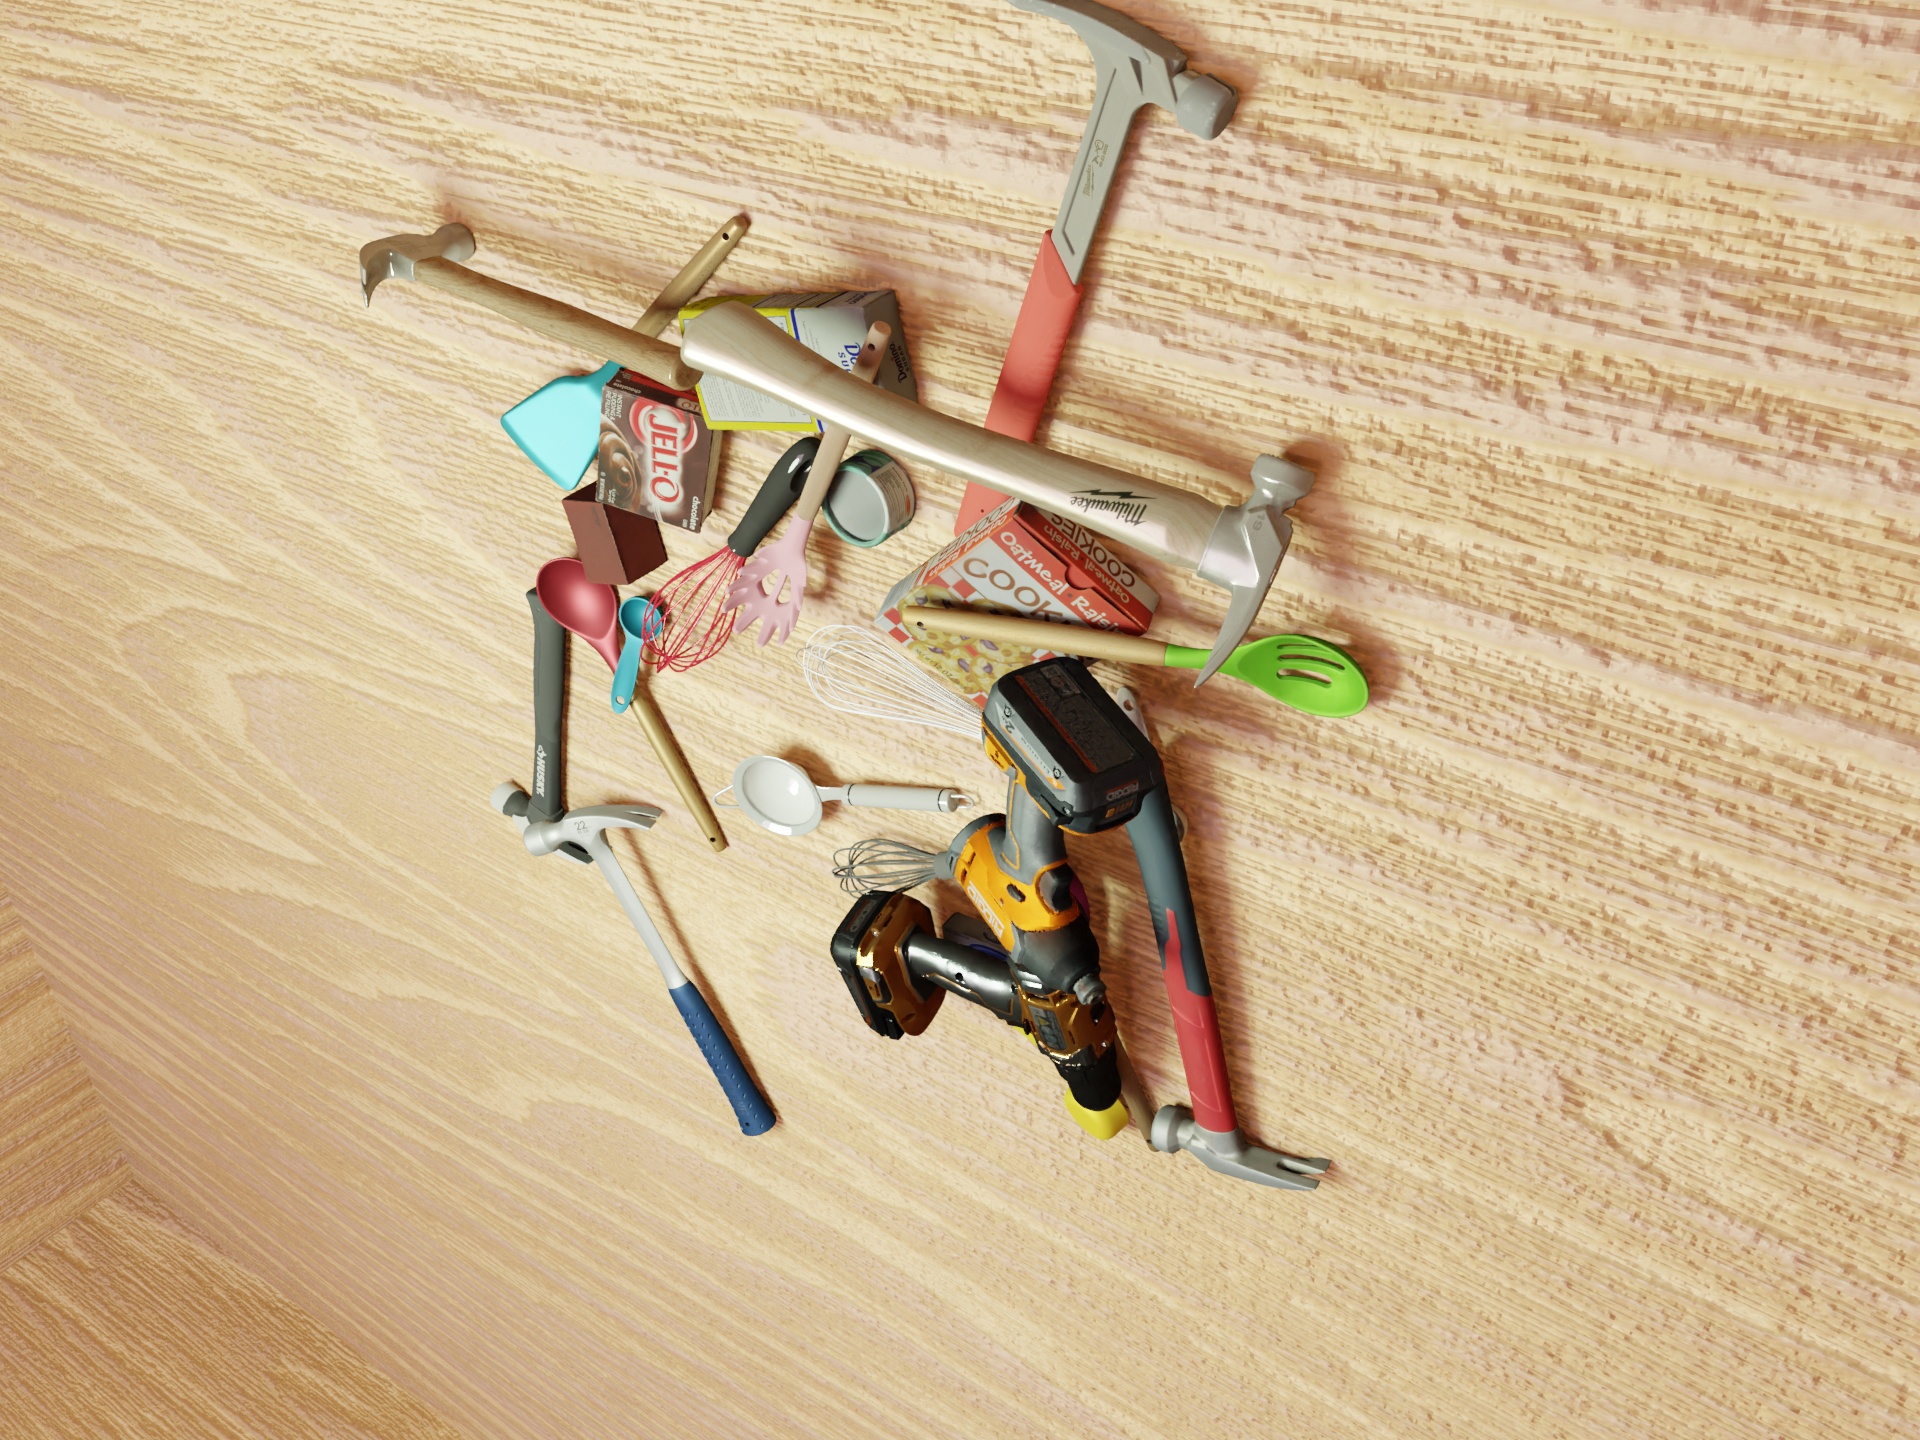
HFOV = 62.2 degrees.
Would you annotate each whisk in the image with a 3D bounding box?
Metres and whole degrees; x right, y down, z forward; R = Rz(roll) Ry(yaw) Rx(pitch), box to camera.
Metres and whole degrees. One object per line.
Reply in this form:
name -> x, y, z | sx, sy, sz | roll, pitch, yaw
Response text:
whisk -> -0.184, -0.128, 1.270 | 0.073, 0.073, 0.295 | 48, 132, 3
whisk -> -0.015, 0.116, 1.306 | 0.239, 0.055, 0.055 | -9, 112, 38
whisk -> -0.001, -0.004, 1.208 | 0.285, 0.070, 0.070 | 23, 131, 20

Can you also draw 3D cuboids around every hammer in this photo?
hammer -> -0.399, 0.003, 1.555 | 0.146, 0.035, 0.334 | 32, 134, 20
hammer -> -0.287, 0.258, 1.617 | 0.144, 0.035, 0.405 | -16, 113, 22
hammer -> 0.182, 0.194, 1.181 | 0.143, 0.038, 0.386 | 8, 127, 35
hammer -> 0.047, -0.260, 1.000 | 0.149, 0.037, 0.358 | 35, 135, 16
hammer -> -0.328, -0.311, 1.202 | 0.331, 0.130, 0.031 | 26, 128, 26
hammer -> 0.003, -0.161, 1.002 | 0.411, 0.038, 0.146 | 24, 98, 13

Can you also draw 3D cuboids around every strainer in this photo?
strainer -> -0.097, 0.062, 1.340 | 0.258, 0.050, 0.086 | 2, 125, 32

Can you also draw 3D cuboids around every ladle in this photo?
ladle -> -0.292, -0.012, 1.458 | 0.069, 0.031, 0.315 | -20, 109, 18

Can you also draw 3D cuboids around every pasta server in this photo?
pasta server -> -0.107, -0.162, 1.141 | 0.060, 0.040, 0.316 | 31, 140, -1

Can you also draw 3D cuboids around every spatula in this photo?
spatula -> -0.253, -0.288, 1.226 | 0.082, 0.044, 0.317 | 47, 137, -12

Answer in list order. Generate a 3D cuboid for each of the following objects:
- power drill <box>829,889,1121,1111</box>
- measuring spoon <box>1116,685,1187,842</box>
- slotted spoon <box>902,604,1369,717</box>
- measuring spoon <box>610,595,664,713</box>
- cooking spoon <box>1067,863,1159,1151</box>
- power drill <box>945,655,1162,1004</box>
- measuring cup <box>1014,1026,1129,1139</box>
power drill -> 0.023, 0.230, 1.285 | 0.226, 0.084, 0.185 | 8, 135, 33
measuring spoon -> 0.138, 0.031, 1.145 | 0.034, 0.018, 0.124 | -7, 106, 43
slotted spoon -> 0.110, -0.049, 1.044 | 0.314, 0.031, 0.070 | 9, 142, 16
measuring spoon -> -0.290, -0.059, 1.418 | 0.042, 0.021, 0.128 | 26, 124, 5
cooking spoon -> 0.106, 0.227, 1.282 | 0.069, 0.017, 0.318 | -9, 117, 33
power drill -> 0.066, 0.086, 1.106 | 0.164, 0.084, 0.226 | 52, 147, 32
measuring cup -> 0.076, 0.298, 1.356 | 0.157, 0.029, 0.062 | 39, 157, 18
